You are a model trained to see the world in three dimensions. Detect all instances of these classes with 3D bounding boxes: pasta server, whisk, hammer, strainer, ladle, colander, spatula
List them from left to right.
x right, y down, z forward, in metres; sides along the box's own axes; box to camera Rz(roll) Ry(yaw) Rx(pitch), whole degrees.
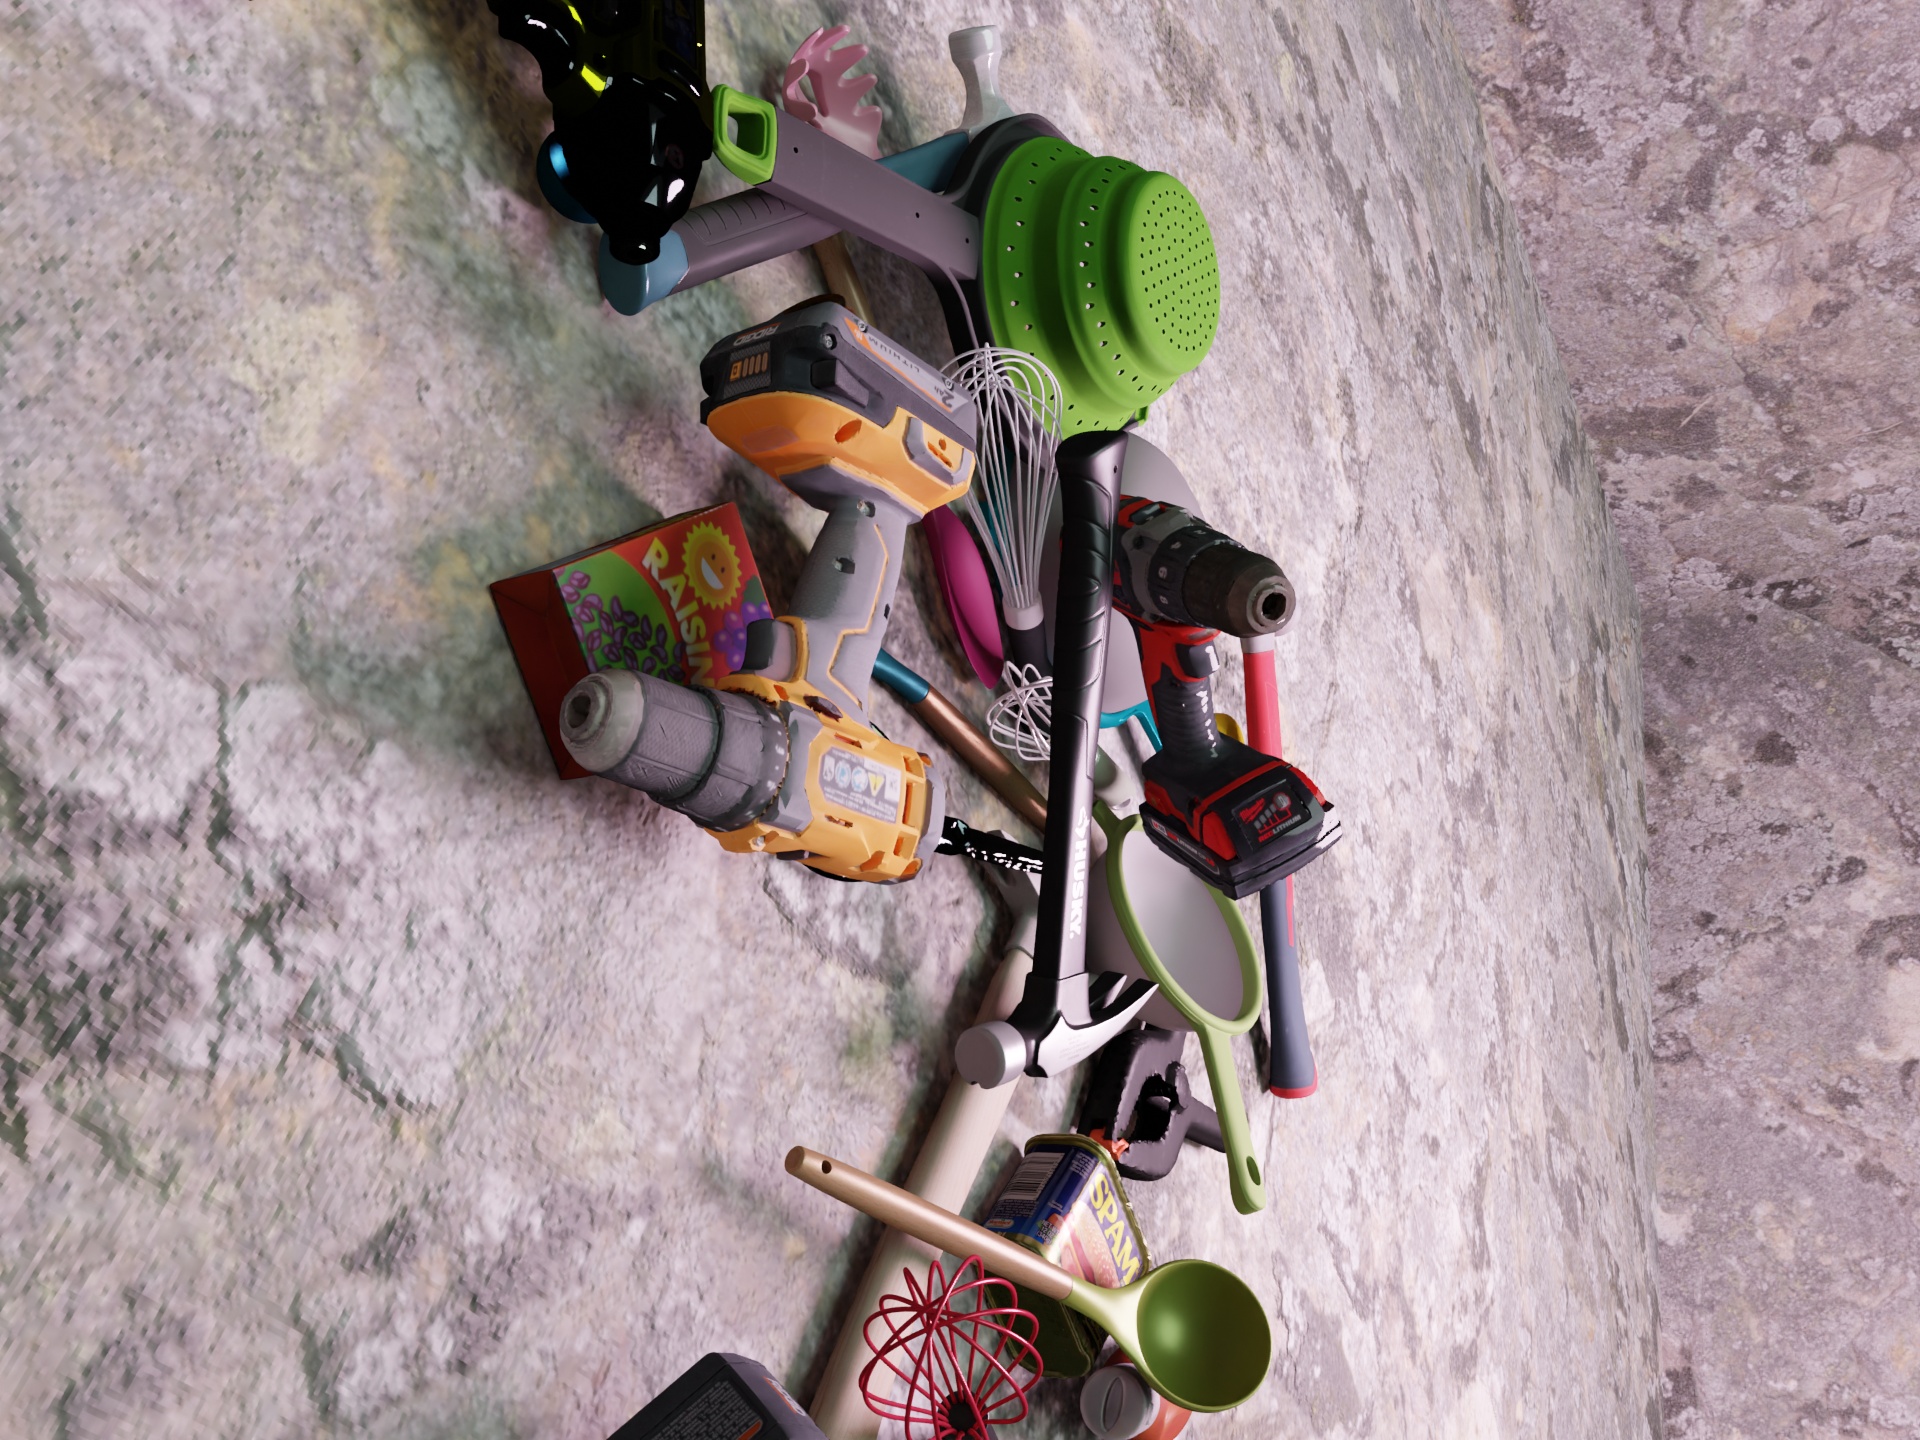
[{"bbox_3d":[-0.063,-0.270,0.817,0.331,0.033,0.128,-39,124,-46],"label":"hammer"},{"bbox_3d":[-0.020,0.235,0.787,0.146,0.038,0.411,60,37,-28],"label":"hammer"},{"bbox_3d":[-0.011,-0.290,0.950,0.315,0.040,0.060,36,67,-51],"label":"pasta server"},{"bbox_3d":[-0.001,-0.003,0.878,0.317,0.044,0.082,45,44,-45],"label":"spatula"},{"bbox_3d":[0.001,0.298,0.691,0.295,0.073,0.073,85,15,-55],"label":"whisk"},{"bbox_3d":[0.030,-0.087,0.886,0.284,0.070,0.070,79,23,-46],"label":"whisk"},{"bbox_3d":[0.036,-0.252,0.838,0.396,0.094,0.204,7,84,-53],"label":"colander"},{"bbox_3d":[0.042,0.266,0.775,0.319,0.062,0.078,37,43,-34],"label":"ladle"},{"bbox_3d":[0.069,0.018,0.953,0.059,0.058,0.246,66,10,22],"label":"whisk"},{"bbox_3d":[0.062,0.016,0.833,0.146,0.035,0.335,-4,99,-53],"label":"hammer"},{"bbox_3d":[0.138,-0.055,1.054,0.340,0.095,0.211,61,34,-22],"label":"strainer"},{"bbox_3d":[0.128,0.182,0.972,0.151,0.069,0.257,28,41,-42],"label":"strainer"},{"bbox_3d":[0.229,0.098,1.190,0.143,0.038,0.386,-15,101,-59],"label":"hammer"}]

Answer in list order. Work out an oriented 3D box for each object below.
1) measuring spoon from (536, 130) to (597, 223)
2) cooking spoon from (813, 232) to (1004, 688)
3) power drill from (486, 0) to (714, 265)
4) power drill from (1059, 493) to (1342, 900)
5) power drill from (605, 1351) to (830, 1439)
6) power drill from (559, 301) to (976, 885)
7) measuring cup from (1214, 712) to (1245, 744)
[{"bbox_3d":[-0.163,-0.262,0.718,0.042,0.021,0.129,44,36,-31],"label":"measuring spoon"},{"bbox_3d":[-0.034,-0.163,0.894,0.318,0.017,0.069,69,25,-19],"label":"cooking spoon"},{"bbox_3d":[-0.184,-0.289,0.609,0.223,0.080,0.171,22,58,-53],"label":"power drill"},{"bbox_3d":[0.143,-0.015,0.892,0.080,0.188,0.226,-28,115,-14],"label":"power drill"},{"bbox_3d":[-0.056,0.352,0.602,0.164,0.084,0.226,-35,116,-23],"label":"power drill"},{"bbox_3d":[-0.075,-0.056,0.664,0.185,0.084,0.226,23,68,-48],"label":"power drill"},{"bbox_3d":[0.178,-0.015,1.187,0.156,0.029,0.062,63,35,-31],"label":"measuring cup"}]
